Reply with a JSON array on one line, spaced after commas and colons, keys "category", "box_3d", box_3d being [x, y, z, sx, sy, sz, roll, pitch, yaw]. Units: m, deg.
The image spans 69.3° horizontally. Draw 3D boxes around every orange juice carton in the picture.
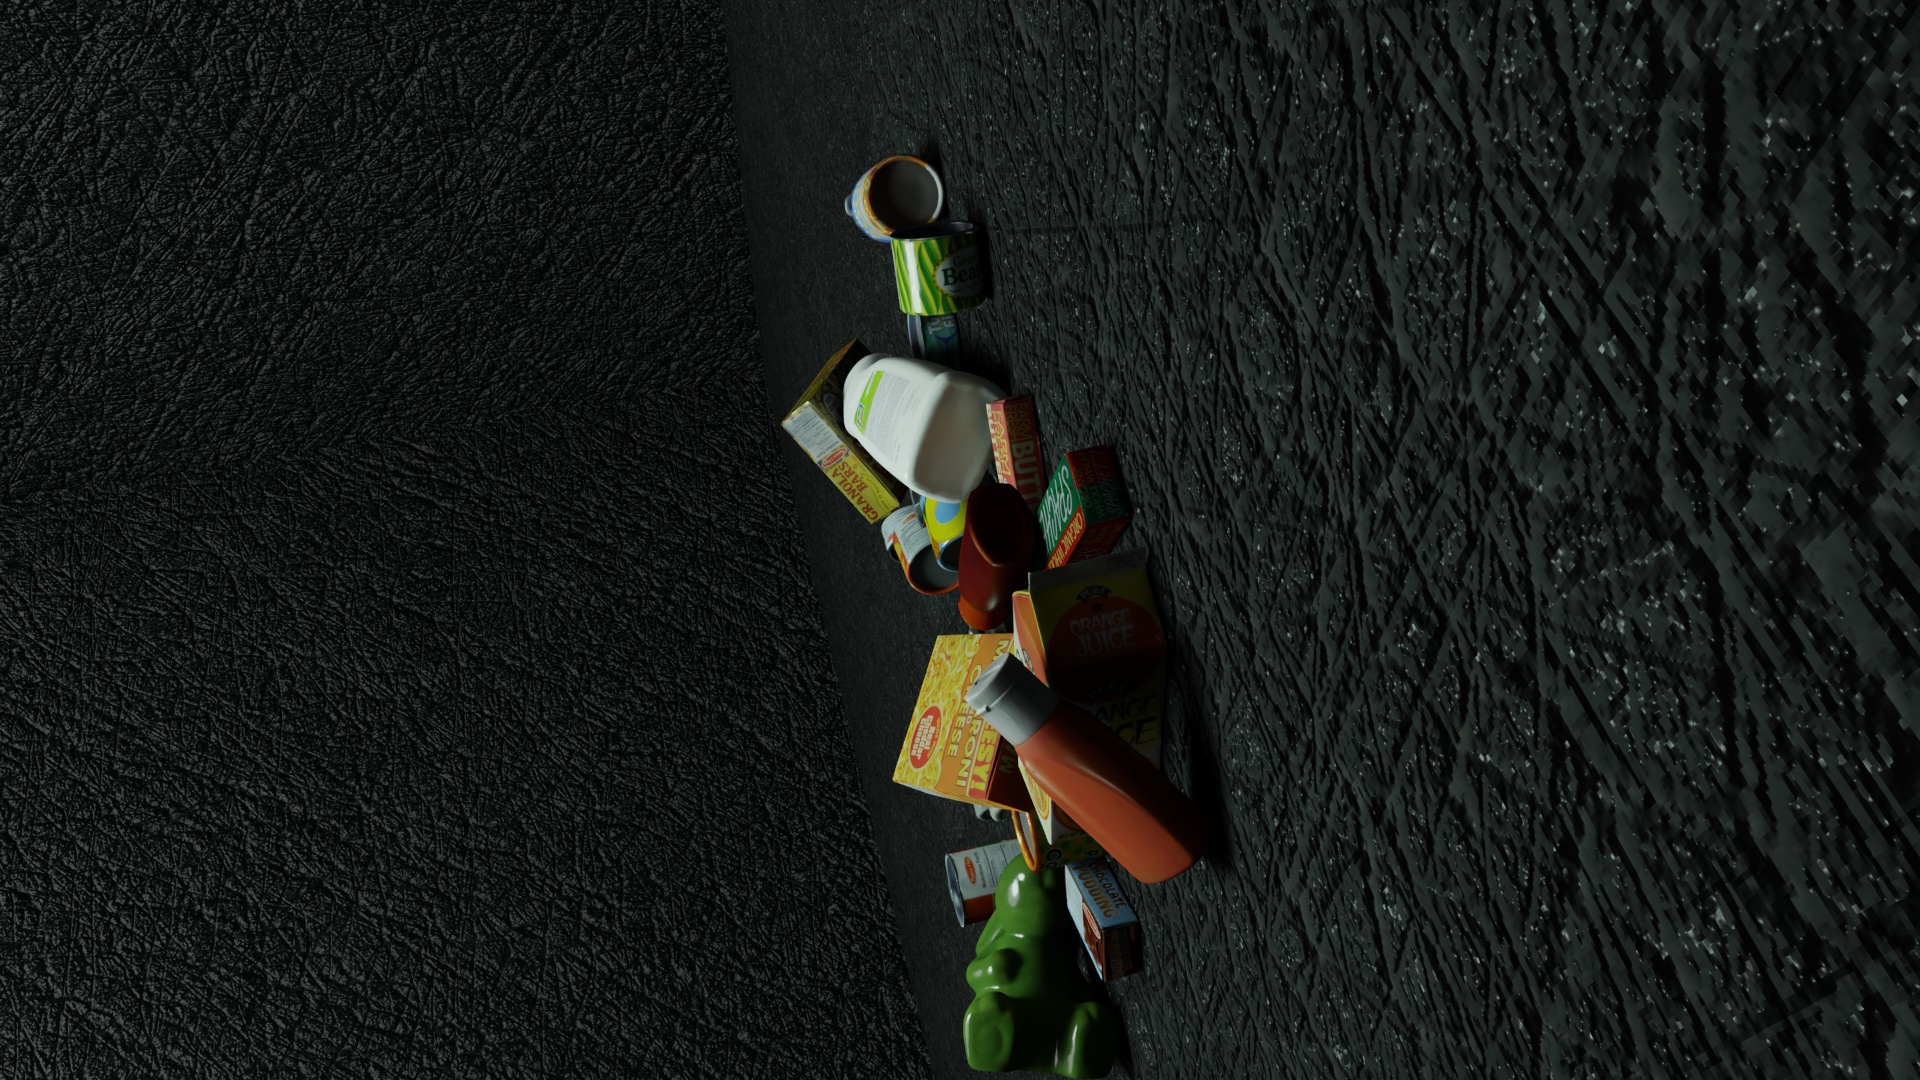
[{"category": "orange juice carton", "box_3d": [0.075, 0.086, 0.830, 0.073, 0.072, 0.191, -114, 17, -51]}]

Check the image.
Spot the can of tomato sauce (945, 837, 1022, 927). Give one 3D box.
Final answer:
[{"category": "can of tomato sauce", "box_3d": [0.034, 0.307, 1.257, 0.071, 0.083, 0.071, 171, 88, -80]}]

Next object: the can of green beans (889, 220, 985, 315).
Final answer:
[{"category": "can of green beans", "box_3d": [-0.016, -0.204, 1.040, 0.071, 0.071, 0.057, -125, 25, -66]}]

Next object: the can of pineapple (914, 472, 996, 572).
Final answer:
[{"category": "can of pineapple", "box_3d": [0.004, -0.014, 1.121, 0.070, 0.071, 0.058, 95, 161, -57]}]

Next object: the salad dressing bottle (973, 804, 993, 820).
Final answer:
[{"category": "salad dressing bottle", "box_3d": [0.019, 0.192, 1.331, 0.064, 0.044, 0.148, 92, 164, -59]}]

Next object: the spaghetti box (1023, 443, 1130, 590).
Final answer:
[{"category": "spaghetti box", "box_3d": [0.066, 0.007, 0.917, 0.249, 0.029, 0.050, 108, 149, -70]}]

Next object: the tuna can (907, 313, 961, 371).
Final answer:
[{"category": "tuna can", "box_3d": [-0.023, -0.176, 1.197, 0.071, 0.033, 0.071, 171, 88, -80]}]

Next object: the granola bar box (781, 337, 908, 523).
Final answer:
[{"category": "granola bar box", "box_3d": [-0.089, -0.105, 1.286, 0.124, 0.039, 0.166, 49, -153, -15]}]

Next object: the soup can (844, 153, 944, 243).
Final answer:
[{"category": "soup can", "box_3d": [-0.055, -0.283, 1.154, 0.084, 0.071, 0.071, -147, 46, -75]}]

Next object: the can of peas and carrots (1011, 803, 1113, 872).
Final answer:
[{"category": "can of peas and carrots", "box_3d": [0.073, 0.204, 1.006, 0.071, 0.059, 0.071, 171, 88, -80]}]

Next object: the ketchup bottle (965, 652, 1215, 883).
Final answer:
[{"category": "ketchup bottle", "box_3d": [0.068, 0.124, 0.762, 0.149, 0.044, 0.064, 43, 145, -6]}]

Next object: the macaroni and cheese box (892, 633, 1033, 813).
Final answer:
[{"category": "macaroni and cheese box", "box_3d": [0.014, 0.133, 1.039, 0.166, 0.040, 0.124, -11, 59, 64]}]

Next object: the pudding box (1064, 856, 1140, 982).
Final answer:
[{"category": "pudding box", "box_3d": [0.102, 0.269, 0.999, 0.084, 0.030, 0.049, -121, 23, -61]}]

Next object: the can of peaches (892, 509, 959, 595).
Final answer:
[{"category": "can of peaches", "box_3d": [-0.025, 0.011, 1.321, 0.058, 0.071, 0.071, -116, 18, -54]}]

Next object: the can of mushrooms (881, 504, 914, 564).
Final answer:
[{"category": "can of mushrooms", "box_3d": [-0.044, -0.006, 1.406, 0.070, 0.071, 0.033, 95, 160, -57]}]

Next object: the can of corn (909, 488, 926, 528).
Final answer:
[{"category": "can of corn", "box_3d": [-0.011, -0.051, 1.196, 0.071, 0.058, 0.071, 171, 88, -80]}]

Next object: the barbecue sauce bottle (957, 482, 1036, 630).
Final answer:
[{"category": "barbecue sauce bottle", "box_3d": [0.022, 0.019, 0.965, 0.148, 0.044, 0.065, 99, 158, -64]}]

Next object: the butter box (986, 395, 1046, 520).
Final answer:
[{"category": "butter box", "box_3d": [0.042, -0.052, 0.997, 0.053, 0.024, 0.103, -153, 53, -78]}]

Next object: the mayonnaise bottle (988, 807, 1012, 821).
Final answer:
[{"category": "mayonnaise bottle", "box_3d": [0.030, 0.176, 1.263, 0.064, 0.041, 0.148, 102, 156, -61]}]
